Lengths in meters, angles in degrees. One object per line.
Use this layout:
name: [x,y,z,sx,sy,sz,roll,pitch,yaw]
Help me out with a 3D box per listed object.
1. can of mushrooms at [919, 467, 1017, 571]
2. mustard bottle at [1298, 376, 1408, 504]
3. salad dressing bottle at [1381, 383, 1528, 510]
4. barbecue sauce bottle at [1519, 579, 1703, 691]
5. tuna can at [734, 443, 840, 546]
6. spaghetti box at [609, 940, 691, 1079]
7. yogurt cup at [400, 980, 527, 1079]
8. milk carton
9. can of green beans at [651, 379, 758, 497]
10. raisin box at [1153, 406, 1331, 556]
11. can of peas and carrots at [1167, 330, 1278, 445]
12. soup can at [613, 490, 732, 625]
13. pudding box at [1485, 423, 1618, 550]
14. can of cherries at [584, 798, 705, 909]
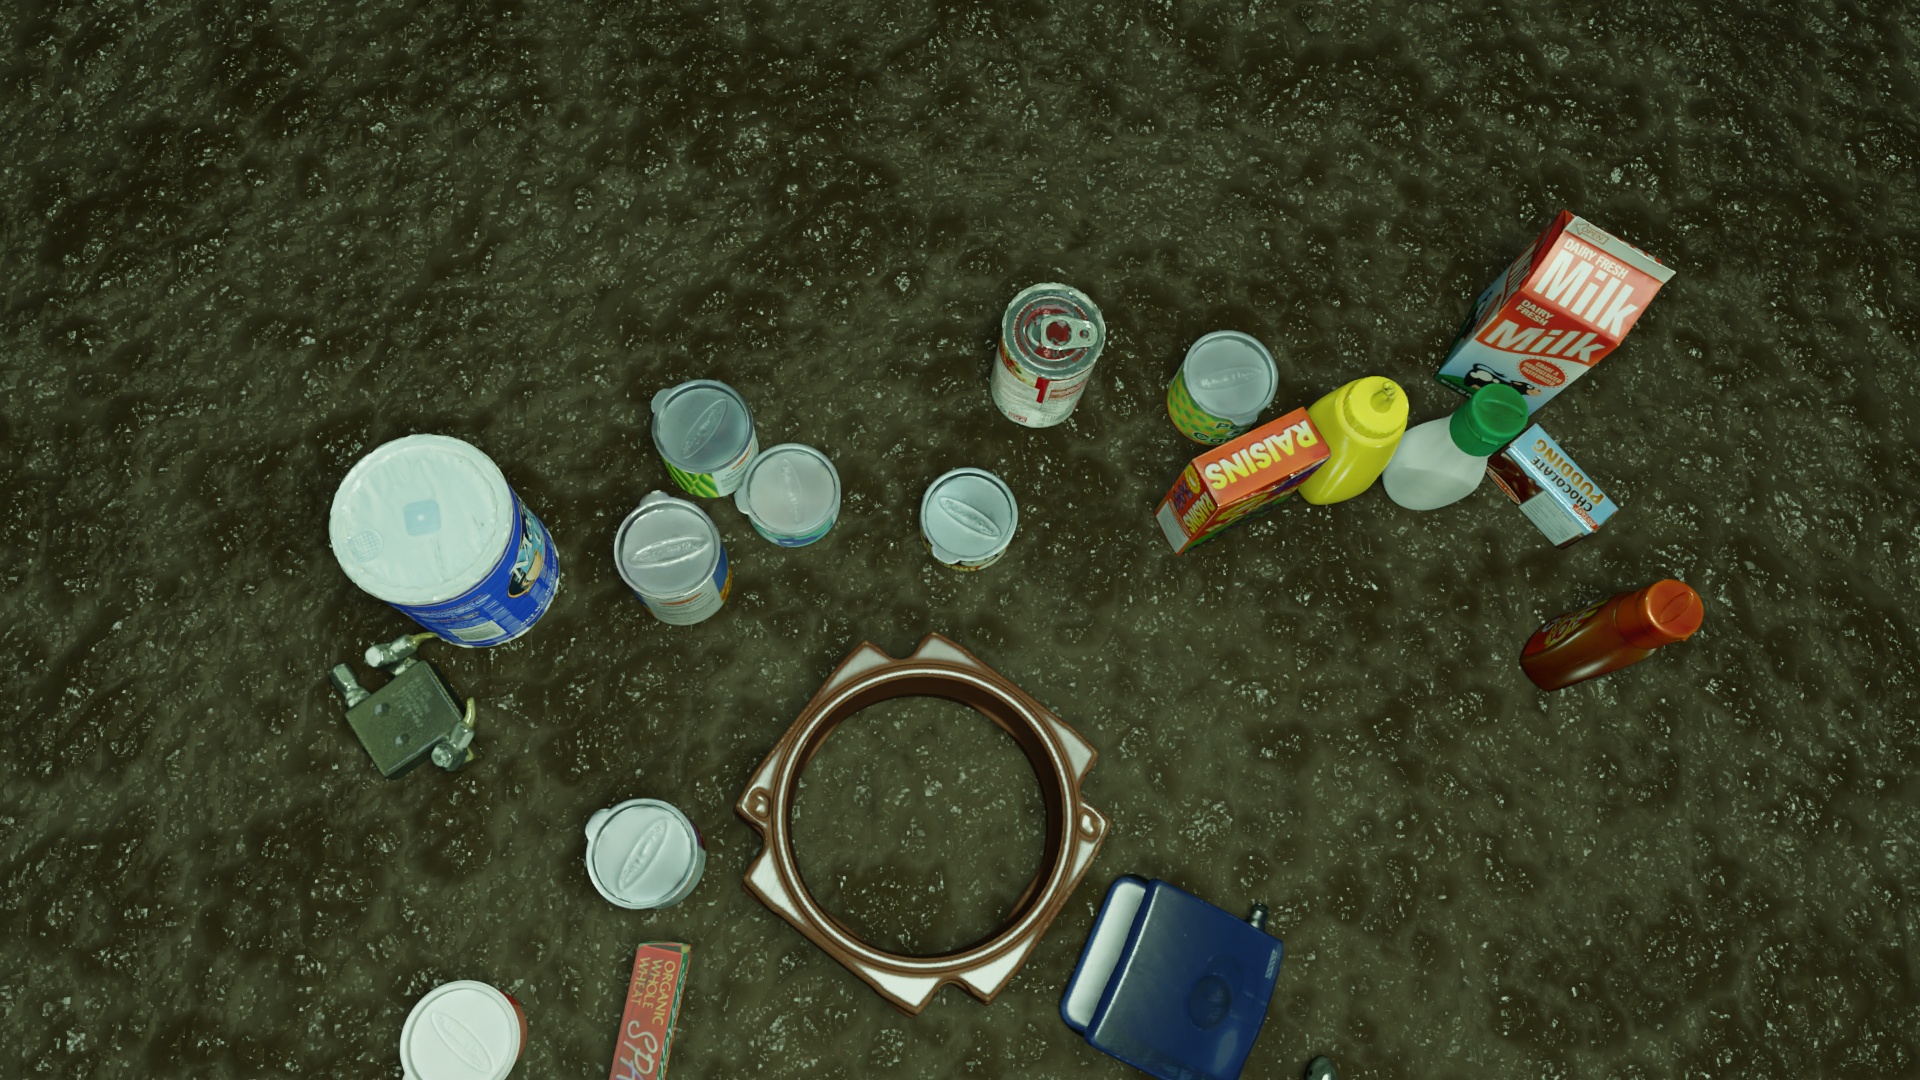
can of mushrooms: [0.003,-0.012,0.951,0.071,0.033,0.071,1,74,-4]
mustard bottle: [0.261,-0.072,0.921,0.049,0.159,0.065,-16,76,-8]
salad dressing bottle: [0.330,-0.062,0.929,0.064,0.147,0.044,17,74,1]
barbecue sauce bottle: [0.423,0.060,0.902,0.065,0.148,0.044,-38,81,-13]
tuna can: [-0.117,-0.030,0.947,0.071,0.032,0.071,1,74,-4]
spaghetti box: [-0.201,0.364,0.821,0.029,0.050,0.250,10,74,-1]
yogurt cup: [-0.293,0.298,0.831,0.072,0.053,0.072,1,74,-4]
milk carton: [0.400,-0.155,0.939,0.072,0.190,0.073,31,75,4]
can of green beans: [-0.172,-0.068,0.941,0.071,0.057,0.071,1,74,-4]
raisin box: [0.184,-0.037,0.924,0.086,0.123,0.040,-25,78,-10]
can of peas and carrots: [0.184,-0.104,0.977,0.071,0.058,0.071,1,74,-4]
soup can: [-0.186,0.013,0.904,0.071,0.083,0.071,1,75,-4]
pudding box: [0.414,-0.037,0.980,0.030,0.049,0.084,-39,80,-13]
can of cherries: [-0.196,0.194,0.865,0.071,0.058,0.071,1,74,-4]
